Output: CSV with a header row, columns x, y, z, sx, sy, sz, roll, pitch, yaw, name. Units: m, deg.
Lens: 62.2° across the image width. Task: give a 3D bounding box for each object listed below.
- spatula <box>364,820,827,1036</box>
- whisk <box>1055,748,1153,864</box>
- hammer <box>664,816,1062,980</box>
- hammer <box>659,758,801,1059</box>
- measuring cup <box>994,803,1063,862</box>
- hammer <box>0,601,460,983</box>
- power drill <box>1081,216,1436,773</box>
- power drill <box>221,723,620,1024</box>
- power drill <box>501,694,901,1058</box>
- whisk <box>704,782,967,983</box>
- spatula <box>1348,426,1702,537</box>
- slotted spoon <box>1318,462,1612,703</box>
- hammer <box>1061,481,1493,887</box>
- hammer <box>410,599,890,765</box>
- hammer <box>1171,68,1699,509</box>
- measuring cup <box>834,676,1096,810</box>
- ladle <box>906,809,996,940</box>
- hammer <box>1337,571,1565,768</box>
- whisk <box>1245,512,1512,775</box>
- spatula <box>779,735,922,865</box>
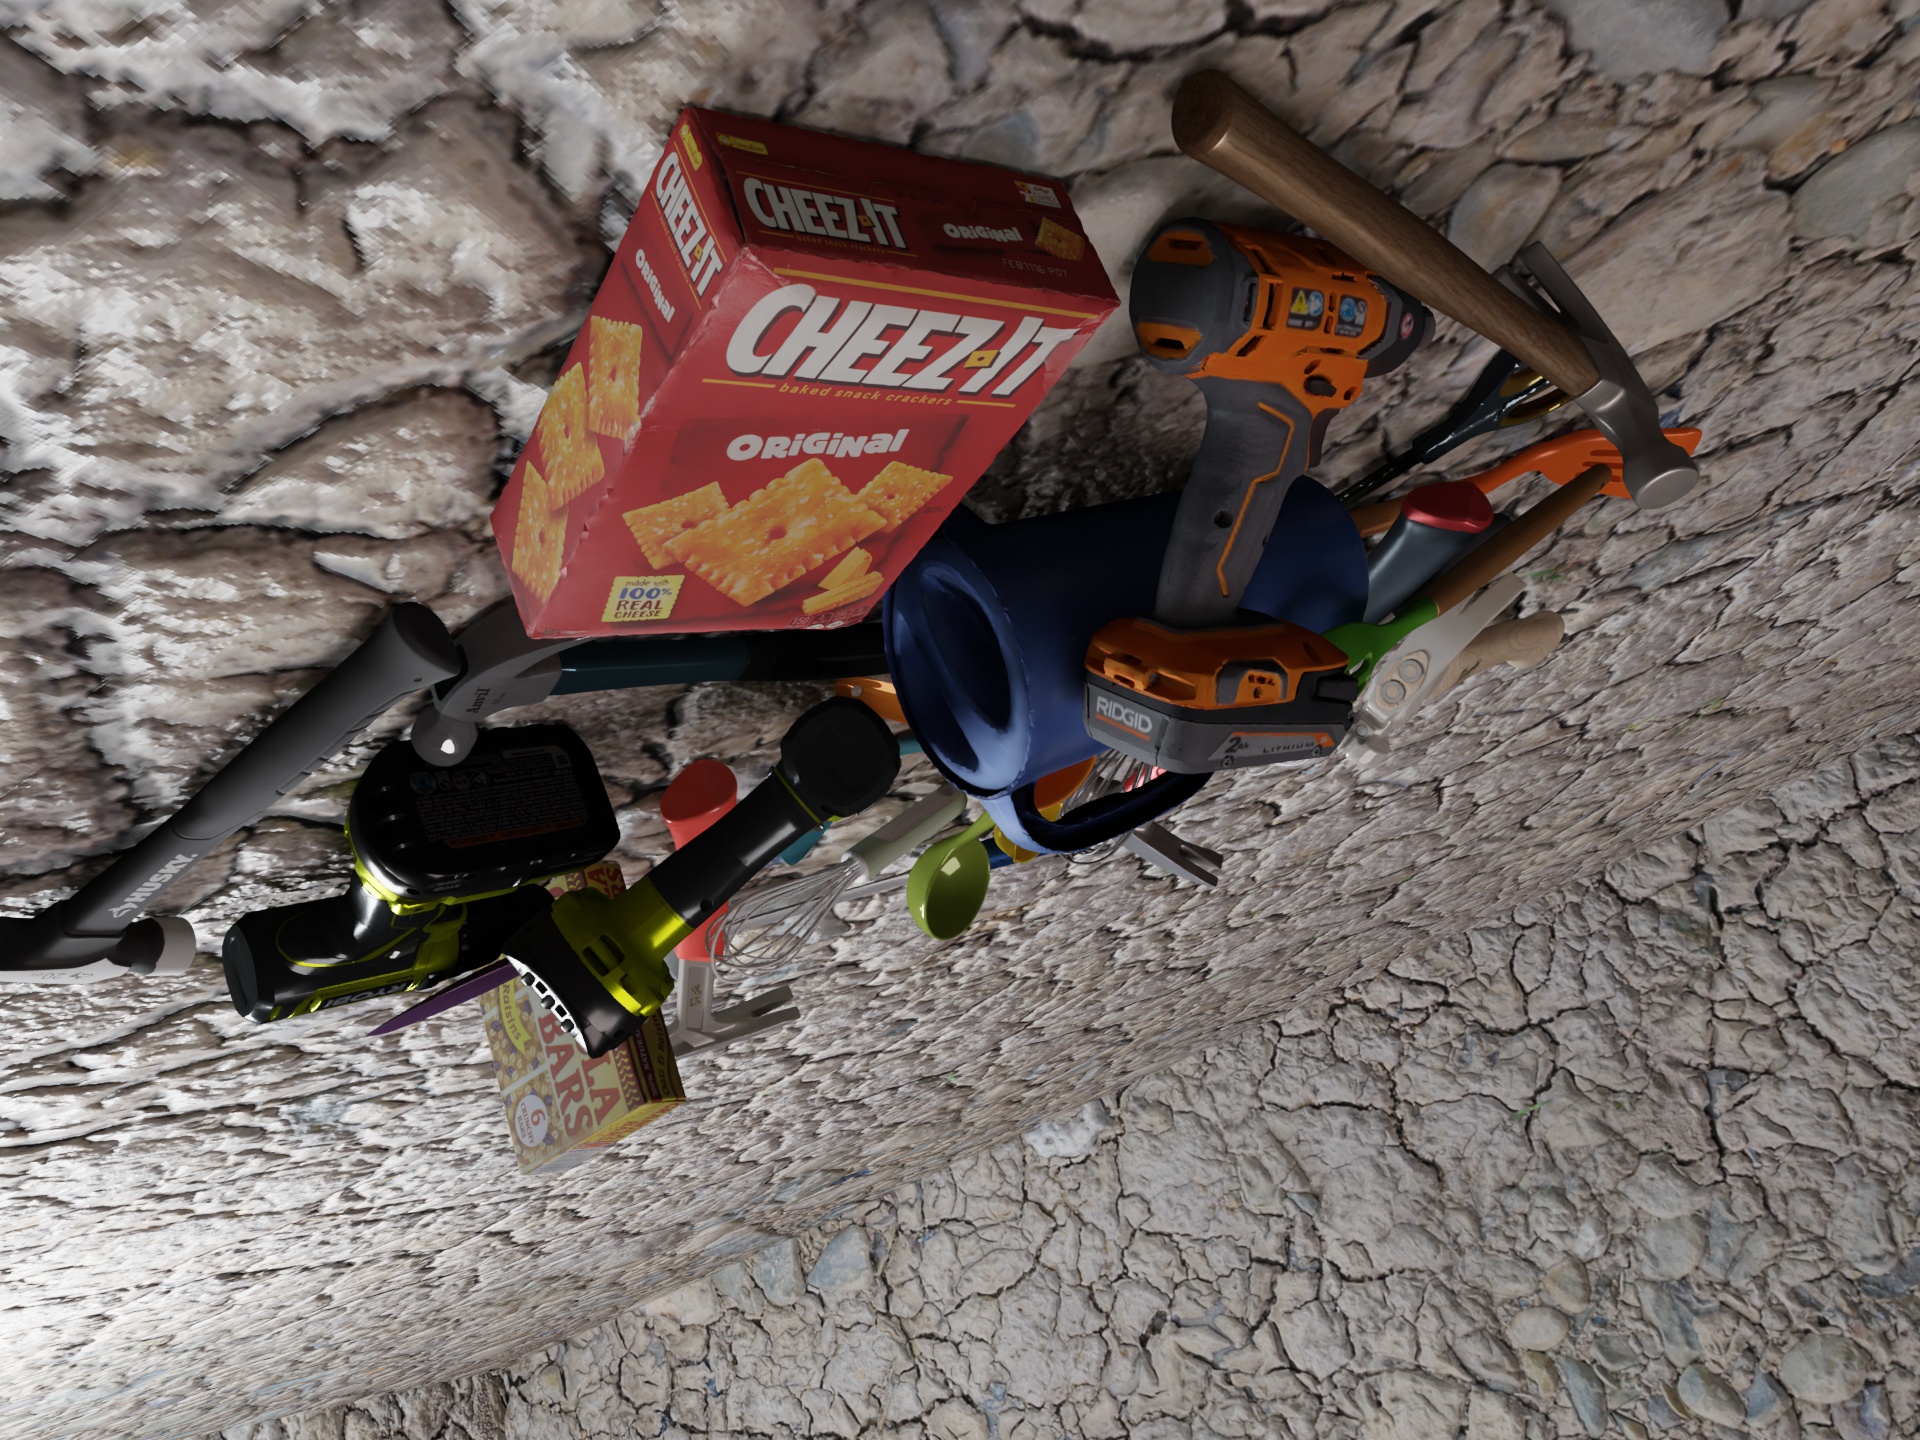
x,y,z,sx,sy,sz,roll,pitch,yaw,name
-0.210,0.118,0.955,0.316,0.018,0.059,-26,173,-3,spatula
0.127,0.000,1.027,0.055,0.055,0.239,1,127,-45,whisk
-0.041,0.124,1.249,0.405,0.035,0.144,-15,157,-19,hammer
-0.168,0.139,1.084,0.149,0.037,0.358,-15,148,-21,hammer
0.037,0.053,1.172,0.062,0.029,0.156,-50,148,-15,measuring cup
-0.356,0.042,0.754,0.334,0.035,0.146,-33,157,25,hammer
0.140,-0.098,0.710,0.164,0.084,0.226,-5,110,-37,power drill
-0.283,0.090,0.885,0.190,0.080,0.228,-8,157,-43,power drill
-0.128,0.076,0.868,0.223,0.080,0.171,-40,180,-5,power drill
-0.076,0.101,1.062,0.246,0.058,0.059,-33,130,-42,whisk
0.292,-0.127,0.975,0.322,0.041,0.081,-18,159,-8,spatula
0.272,-0.075,0.873,0.314,0.031,0.070,-33,146,-30,slotted spoon
0.213,-0.015,1.034,0.143,0.038,0.386,32,137,-10,hammer
-0.105,-0.033,0.825,0.331,0.033,0.128,-6,154,-36,hammer
0.205,-0.190,0.676,0.331,0.130,0.031,15,139,-40,hammer
-0.002,-0.003,0.967,0.173,0.095,0.052,16,-172,-21,measuring cup
0.047,0.057,1.084,0.078,0.062,0.320,-33,169,-42,ladle
0.374,-0.057,1.111,0.146,0.038,0.410,-55,160,25,hammer
0.289,-0.050,1.136,0.070,0.070,0.284,-4,148,-39,whisk
0.024,0.009,1.032,0.317,0.044,0.082,-21,162,-5,spatula
